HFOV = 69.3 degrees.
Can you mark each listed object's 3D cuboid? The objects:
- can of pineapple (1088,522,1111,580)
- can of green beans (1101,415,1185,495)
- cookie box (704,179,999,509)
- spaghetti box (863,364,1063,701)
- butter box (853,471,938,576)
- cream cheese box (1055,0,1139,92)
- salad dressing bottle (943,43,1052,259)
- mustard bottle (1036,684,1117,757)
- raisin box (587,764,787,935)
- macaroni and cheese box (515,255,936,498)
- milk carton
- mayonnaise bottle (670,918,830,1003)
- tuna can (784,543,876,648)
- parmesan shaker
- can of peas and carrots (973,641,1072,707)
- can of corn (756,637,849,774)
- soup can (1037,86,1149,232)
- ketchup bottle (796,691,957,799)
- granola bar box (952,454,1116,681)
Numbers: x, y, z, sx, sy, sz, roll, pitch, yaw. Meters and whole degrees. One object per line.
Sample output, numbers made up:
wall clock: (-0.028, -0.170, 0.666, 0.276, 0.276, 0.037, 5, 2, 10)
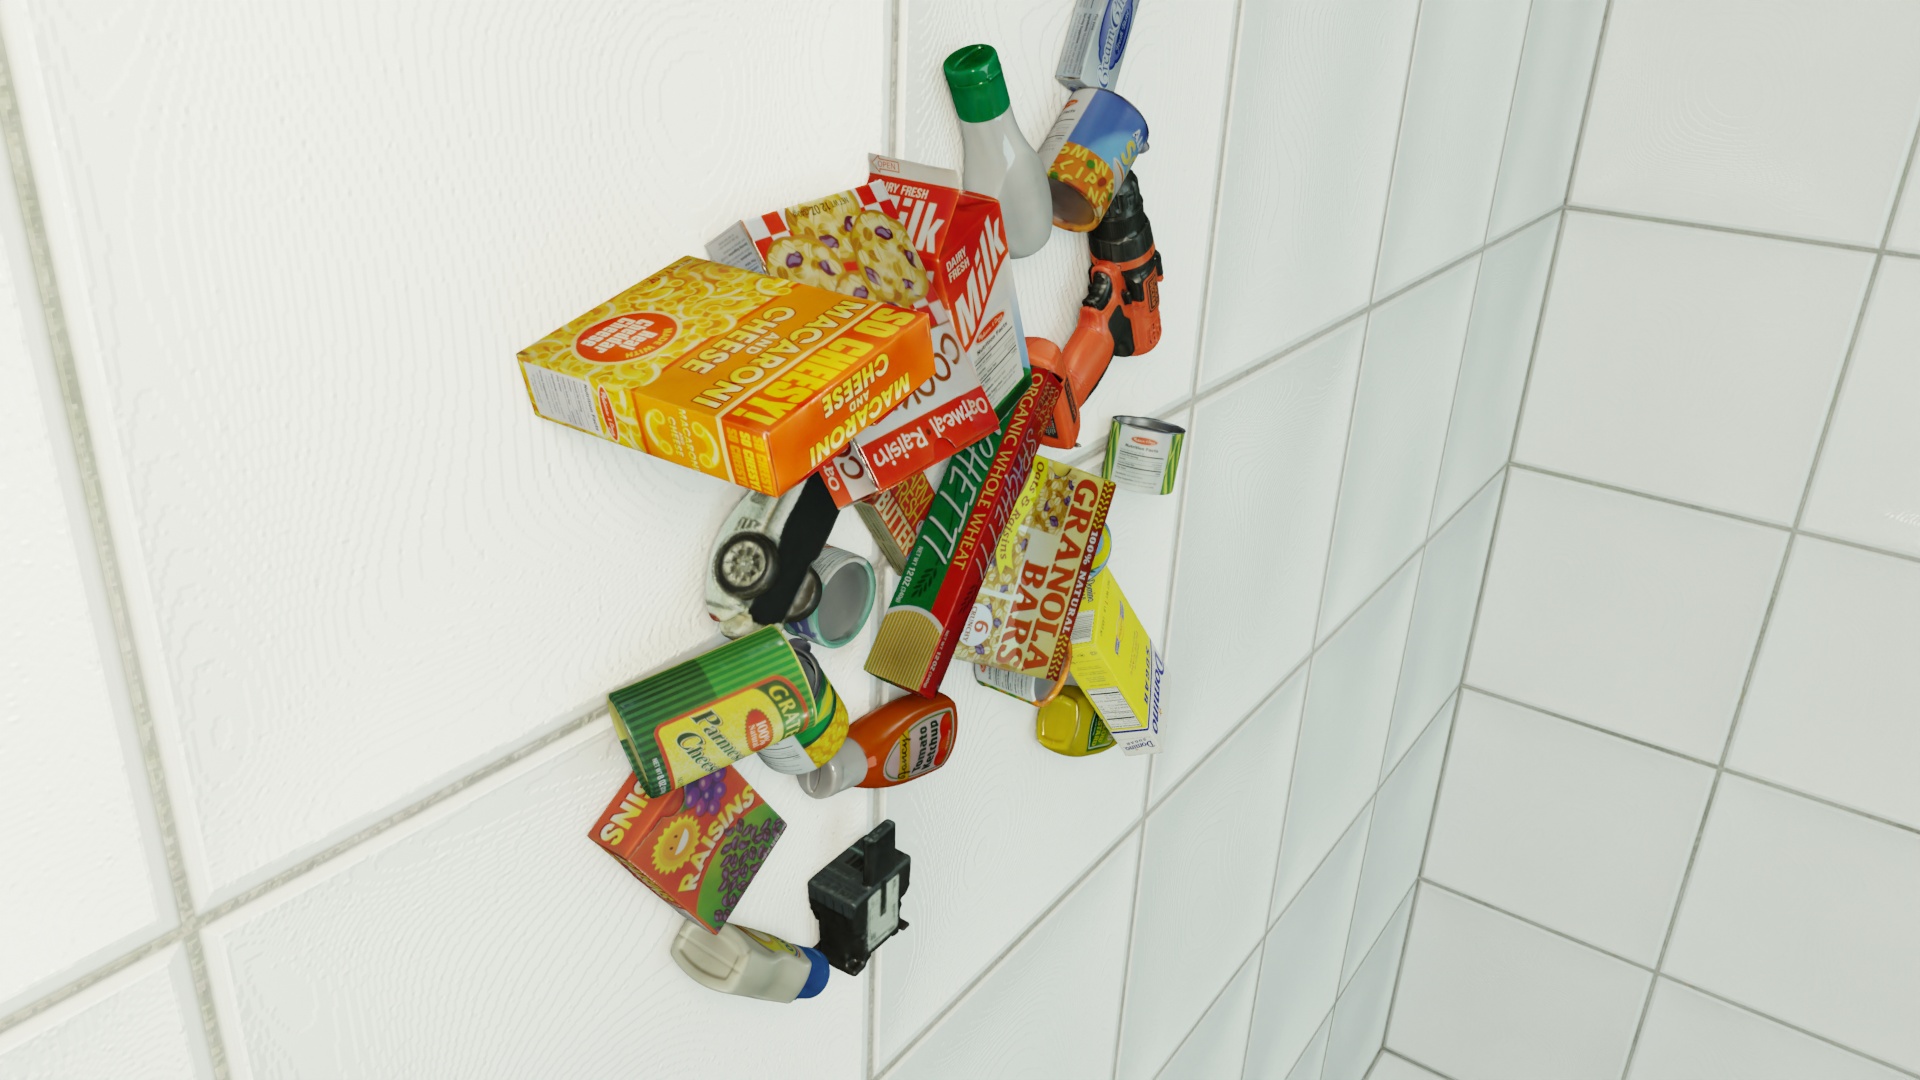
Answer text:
can of pineapple: (0.085, -0.004, 1.153, 0.058, 0.071, 0.071, 32, 78, -58)
can of green beans: (0.163, -0.076, 1.239, 0.071, 0.071, 0.057, -12, 116, -55)
cookie box: (-0.058, -0.117, 0.809, 0.123, 0.040, 0.167, -33, 98, -47)
spaghetti box: (0.004, -0.012, 0.983, 0.028, 0.050, 0.250, 37, 73, -60)
butter box: (-0.040, -0.019, 0.984, 0.053, 0.024, 0.103, -59, 147, -23)
cream cheese box: (0.105, -0.382, 1.029, 0.053, 0.024, 0.103, 10, 96, -58)
salad dressing bottle: (0.025, -0.263, 0.945, 0.064, 0.044, 0.147, -45, 140, -23)
mustard bottle: (0.127, 0.171, 1.326, 0.160, 0.049, 0.065, 10, 92, -59)
raisin box: (-0.168, 0.182, 0.870, 0.086, 0.040, 0.123, -56, 145, -23)
macaroni and cheese box: (-0.115, -0.087, 0.691, 0.124, 0.166, 0.040, -43, 140, -39)
milk carton: (-0.013, -0.163, 0.908, 0.074, 0.072, 0.189, -50, 144, -32)
mayonnaise bottle: (-0.137, 0.291, 0.957, 0.041, 0.065, 0.147, -62, 152, -10)
tuna can: (-0.089, 0.039, 0.929, 0.071, 0.033, 0.070, -33, 131, -47)
parmesan shaker: (-0.144, 0.101, 0.806, 0.103, 0.071, 0.071, -23, 129, -21)
can of peas and carrots: (0.054, 0.099, 1.164, 0.071, 0.059, 0.070, -34, 133, -46)
can of corn: (-0.110, 0.107, 0.897, 0.071, 0.071, 0.058, -56, 146, -25)
soup can: (0.093, -0.277, 1.020, 0.084, 0.071, 0.071, -61, 148, -16)
ketchup bottle: (-0.060, 0.154, 1.023, 0.149, 0.043, 0.064, -11, 115, -55)
granola bar box: (0.044, 0.016, 1.061, 0.124, 0.039, 0.165, 17, 90, -38)
